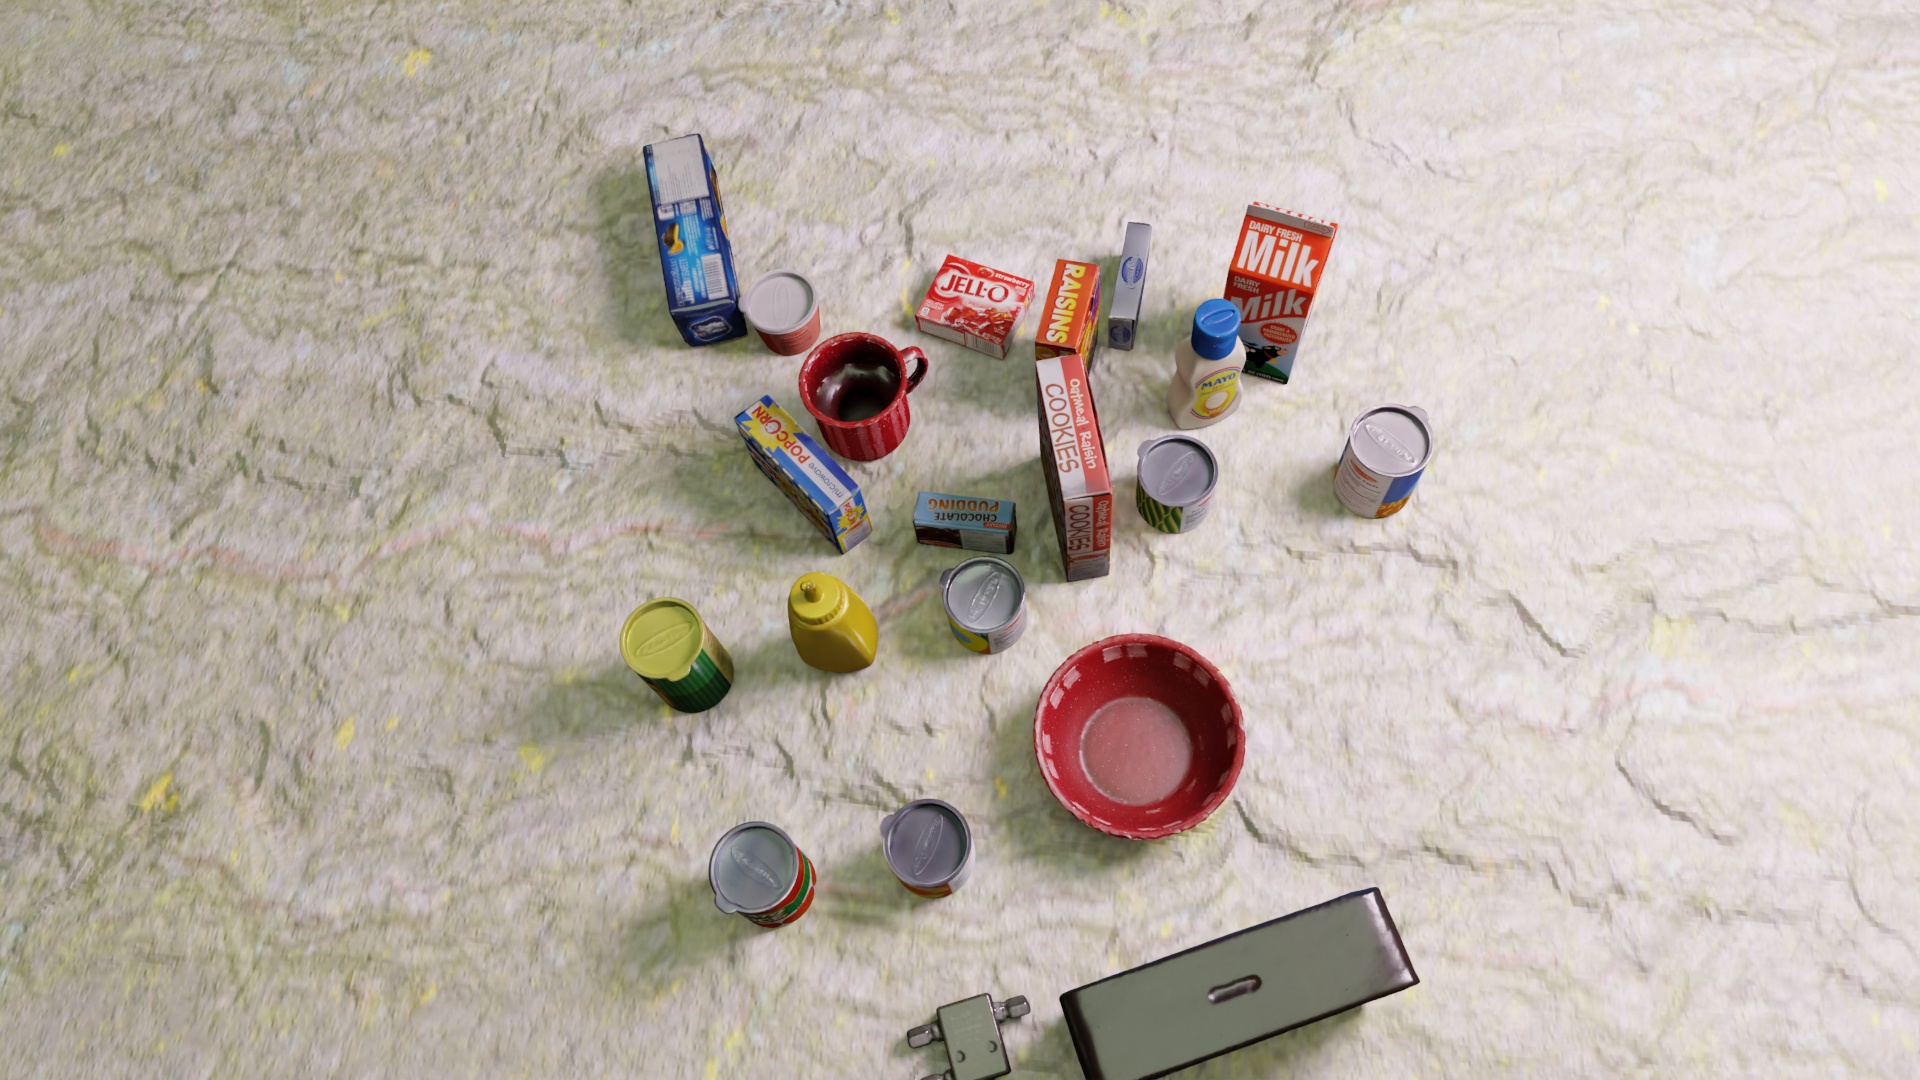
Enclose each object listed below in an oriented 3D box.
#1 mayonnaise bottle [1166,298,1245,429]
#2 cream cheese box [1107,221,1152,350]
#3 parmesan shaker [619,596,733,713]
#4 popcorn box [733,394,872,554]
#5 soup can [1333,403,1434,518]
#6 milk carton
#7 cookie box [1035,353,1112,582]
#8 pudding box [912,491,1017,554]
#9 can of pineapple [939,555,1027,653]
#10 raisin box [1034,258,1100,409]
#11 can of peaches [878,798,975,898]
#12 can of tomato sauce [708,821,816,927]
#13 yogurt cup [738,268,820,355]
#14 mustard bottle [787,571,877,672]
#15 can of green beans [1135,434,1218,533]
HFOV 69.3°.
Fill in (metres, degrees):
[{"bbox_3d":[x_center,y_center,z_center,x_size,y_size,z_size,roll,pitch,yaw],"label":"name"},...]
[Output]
[{"bbox_3d":[0.207,-0.146,1.155,0.065,0.147,0.041,-20,67,-4],"label":"mayonnaise bottle"},{"bbox_3d":[0.152,-0.228,1.247,0.024,0.053,0.104,9,68,9],"label":"cream cheese box"},{"bbox_3d":[-0.224,0.096,1.109,0.071,0.102,0.071,-2,67,4],"label":"parmesan shaker"},{"bbox_3d":[-0.132,-0.055,1.178,0.038,0.085,0.127,-41,69,-12],"label":"popcorn box"},{"bbox_3d":[0.349,-0.066,1.142,0.071,0.083,0.071,-2,67,4],"label":"soup can"},{"bbox_3d":[0.262,-0.214,1.157,0.072,0.190,0.074,18,70,12],"label":"milk carton"},{"bbox_3d":[0.092,-0.055,1.114,0.040,0.166,0.123,-10,66,1],"label":"cookie box"},{"bbox_3d":[0.004,-0.015,1.168,0.084,0.049,0.030,6,67,8],"label":"pudding box"},{"bbox_3d":[0.020,0.052,1.133,0.071,0.057,0.071,-2,66,4],"label":"can of pineapple"},{"bbox_3d":[0.092,-0.170,1.188,0.040,0.123,0.086,12,68,10],"label":"raisin box"},{"bbox_3d":[-0.025,0.234,1.056,0.071,0.058,0.071,-2,66,4],"label":"can of peaches"},{"bbox_3d":[-0.148,0.254,1.044,0.071,0.082,0.071,-2,67,4],"label":"can of tomato sauce"},{"bbox_3d":[-0.159,-0.204,1.262,0.072,0.053,0.072,-2,66,4],"label":"yogurt cup"},{"bbox_3d":[-0.104,0.060,1.084,0.065,0.159,0.049,-2,67,4],"label":"mustard bottle"},{"bbox_3d":[0.180,-0.047,1.162,0.071,0.057,0.071,-2,66,4],"label":"can of green beans"}]
